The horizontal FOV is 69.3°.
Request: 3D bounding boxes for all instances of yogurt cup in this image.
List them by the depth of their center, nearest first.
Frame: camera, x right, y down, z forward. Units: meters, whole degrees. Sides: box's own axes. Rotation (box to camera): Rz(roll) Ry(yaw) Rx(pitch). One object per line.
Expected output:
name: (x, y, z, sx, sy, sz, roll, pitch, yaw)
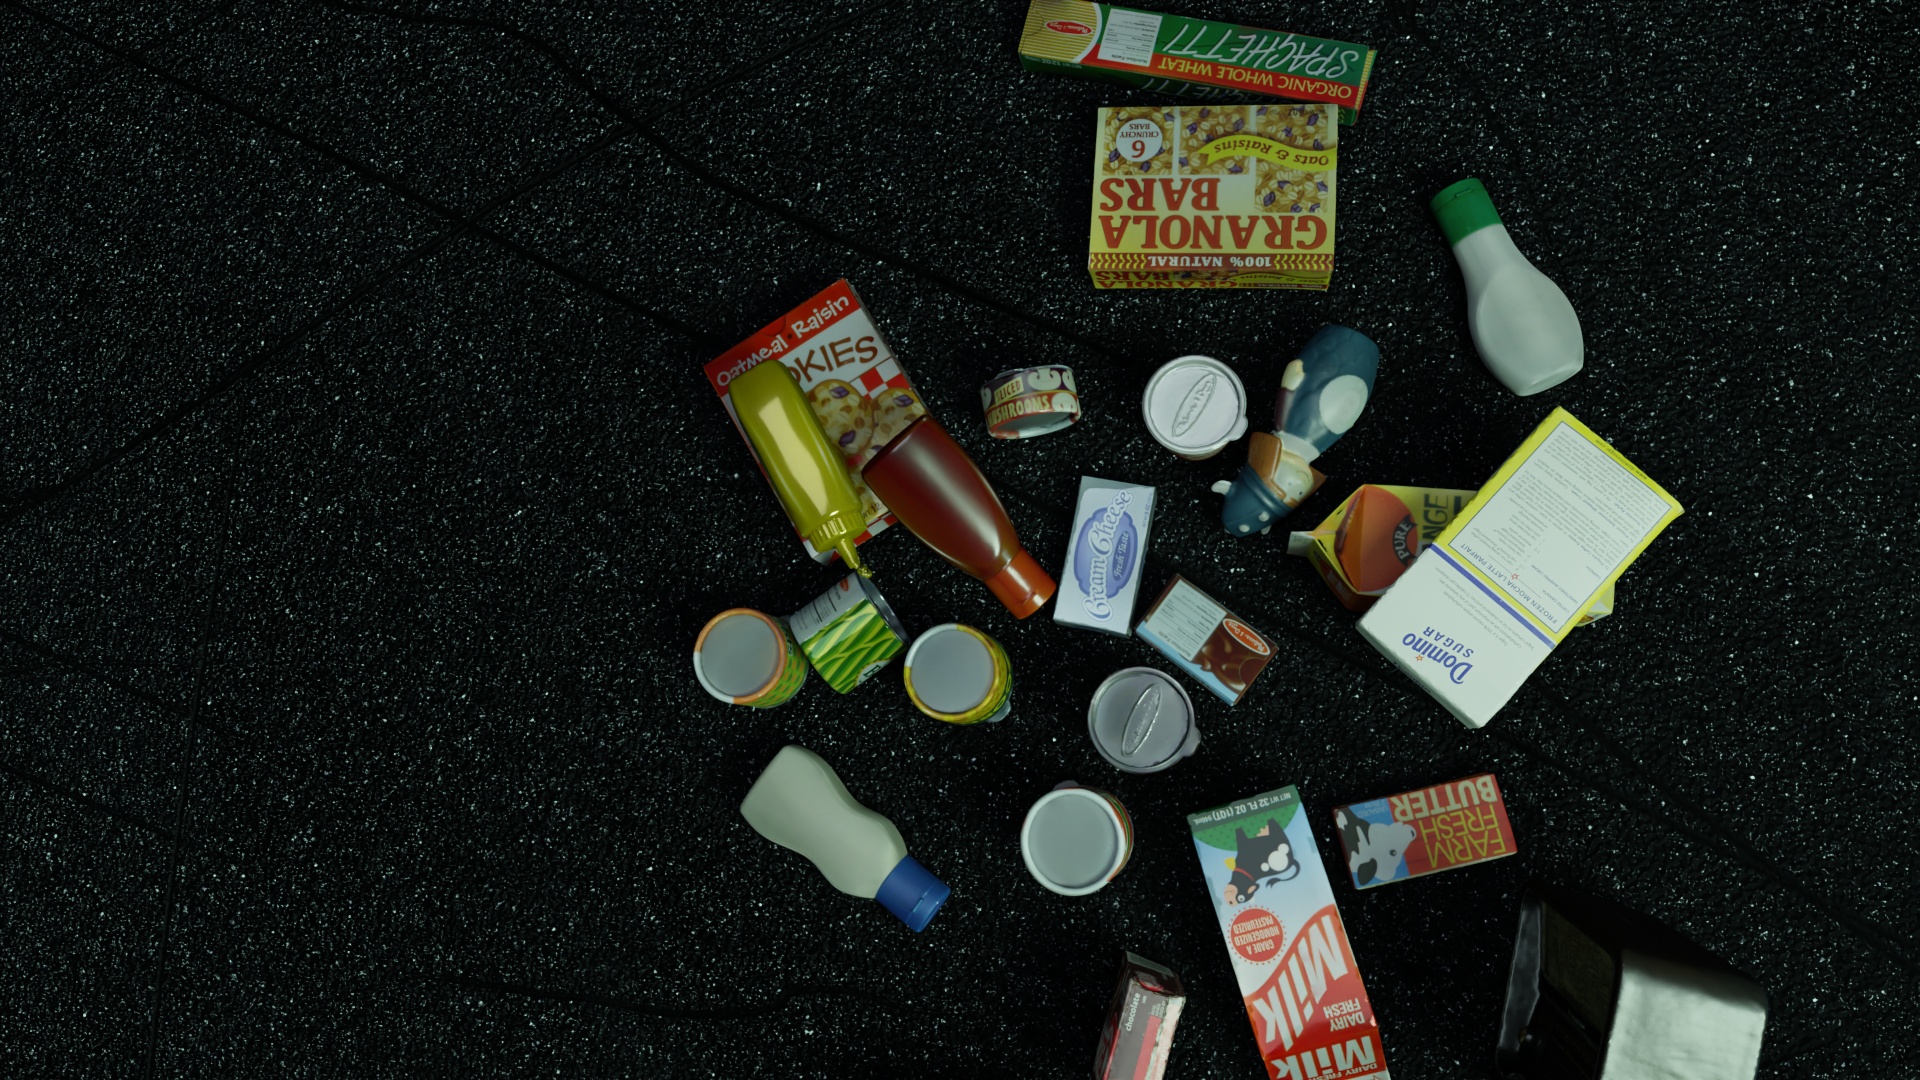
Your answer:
yogurt cup: (0.159, -0.086, 0.942, 0.072, 0.054, 0.072, -2, 80, 10)

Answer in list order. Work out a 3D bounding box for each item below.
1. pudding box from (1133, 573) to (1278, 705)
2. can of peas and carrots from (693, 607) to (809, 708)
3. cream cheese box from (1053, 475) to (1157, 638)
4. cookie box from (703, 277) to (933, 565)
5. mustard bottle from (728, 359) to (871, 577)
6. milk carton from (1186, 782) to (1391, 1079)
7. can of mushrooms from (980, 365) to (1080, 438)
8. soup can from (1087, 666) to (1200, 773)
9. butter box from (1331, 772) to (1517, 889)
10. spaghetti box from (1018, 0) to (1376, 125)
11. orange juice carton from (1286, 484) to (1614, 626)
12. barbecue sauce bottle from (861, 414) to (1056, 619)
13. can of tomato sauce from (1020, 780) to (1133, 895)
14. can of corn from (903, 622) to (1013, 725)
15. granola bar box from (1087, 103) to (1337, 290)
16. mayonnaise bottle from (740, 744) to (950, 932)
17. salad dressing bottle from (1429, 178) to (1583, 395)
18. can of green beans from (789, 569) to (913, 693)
pudding box: (0.163, 0.067, 0.926, 0.084, 0.030, 0.049, 37, 87, 14)
can of peas and carrots: (-0.143, 0.080, 0.963, 0.071, 0.058, 0.071, -2, 80, 10)
cream cheese box: (0.099, 0.011, 0.950, 0.053, 0.024, 0.104, 10, 82, 13)
cookie box: (-0.090, -0.086, 0.994, 0.123, 0.040, 0.167, -32, 76, 4)
mustard bottle: (-0.103, -0.043, 0.936, 0.049, 0.065, 0.160, -28, 81, 1)
milk carton: (0.203, 0.252, 0.862, 0.072, 0.073, 0.191, -17, 78, 7)
can of mushrooms: (0.047, -0.095, 0.955, 0.071, 0.071, 0.033, -11, 80, 8)
soup can: (0.121, 0.119, 0.896, 0.071, 0.083, 0.071, -2, 80, 10)
butter box: (0.294, 0.185, 0.883, 0.103, 0.024, 0.053, -15, 78, 7)
spaghetti box: (0.168, -0.347, 1.001, 0.250, 0.028, 0.050, 14, 83, 12)
orange juice carton: (0.308, 0.009, 0.889, 0.193, 0.071, 0.073, 4, 80, 11)
barbecue sauce bottle: (0.003, -0.012, 0.937, 0.065, 0.044, 0.148, -41, 99, 9)
can of tomato sauce: (0.075, 0.189, 0.891, 0.071, 0.083, 0.071, -2, 80, 10)
can of corn: (0.001, 0.092, 0.935, 0.071, 0.058, 0.071, -2, 80, 10)
granola bar box: (0.177, -0.240, 0.975, 0.165, 0.039, 0.124, 2, 80, 10)
mayonnaise bottle: (-0.075, 0.204, 0.938, 0.148, 0.041, 0.065, 36, 89, 13)
salad dressing bottle: (0.361, -0.171, 0.928, 0.064, 0.044, 0.148, -22, 76, 8)
can of green beans: (-0.075, 0.063, 0.951, 0.058, 0.071, 0.071, -36, 76, 3)
